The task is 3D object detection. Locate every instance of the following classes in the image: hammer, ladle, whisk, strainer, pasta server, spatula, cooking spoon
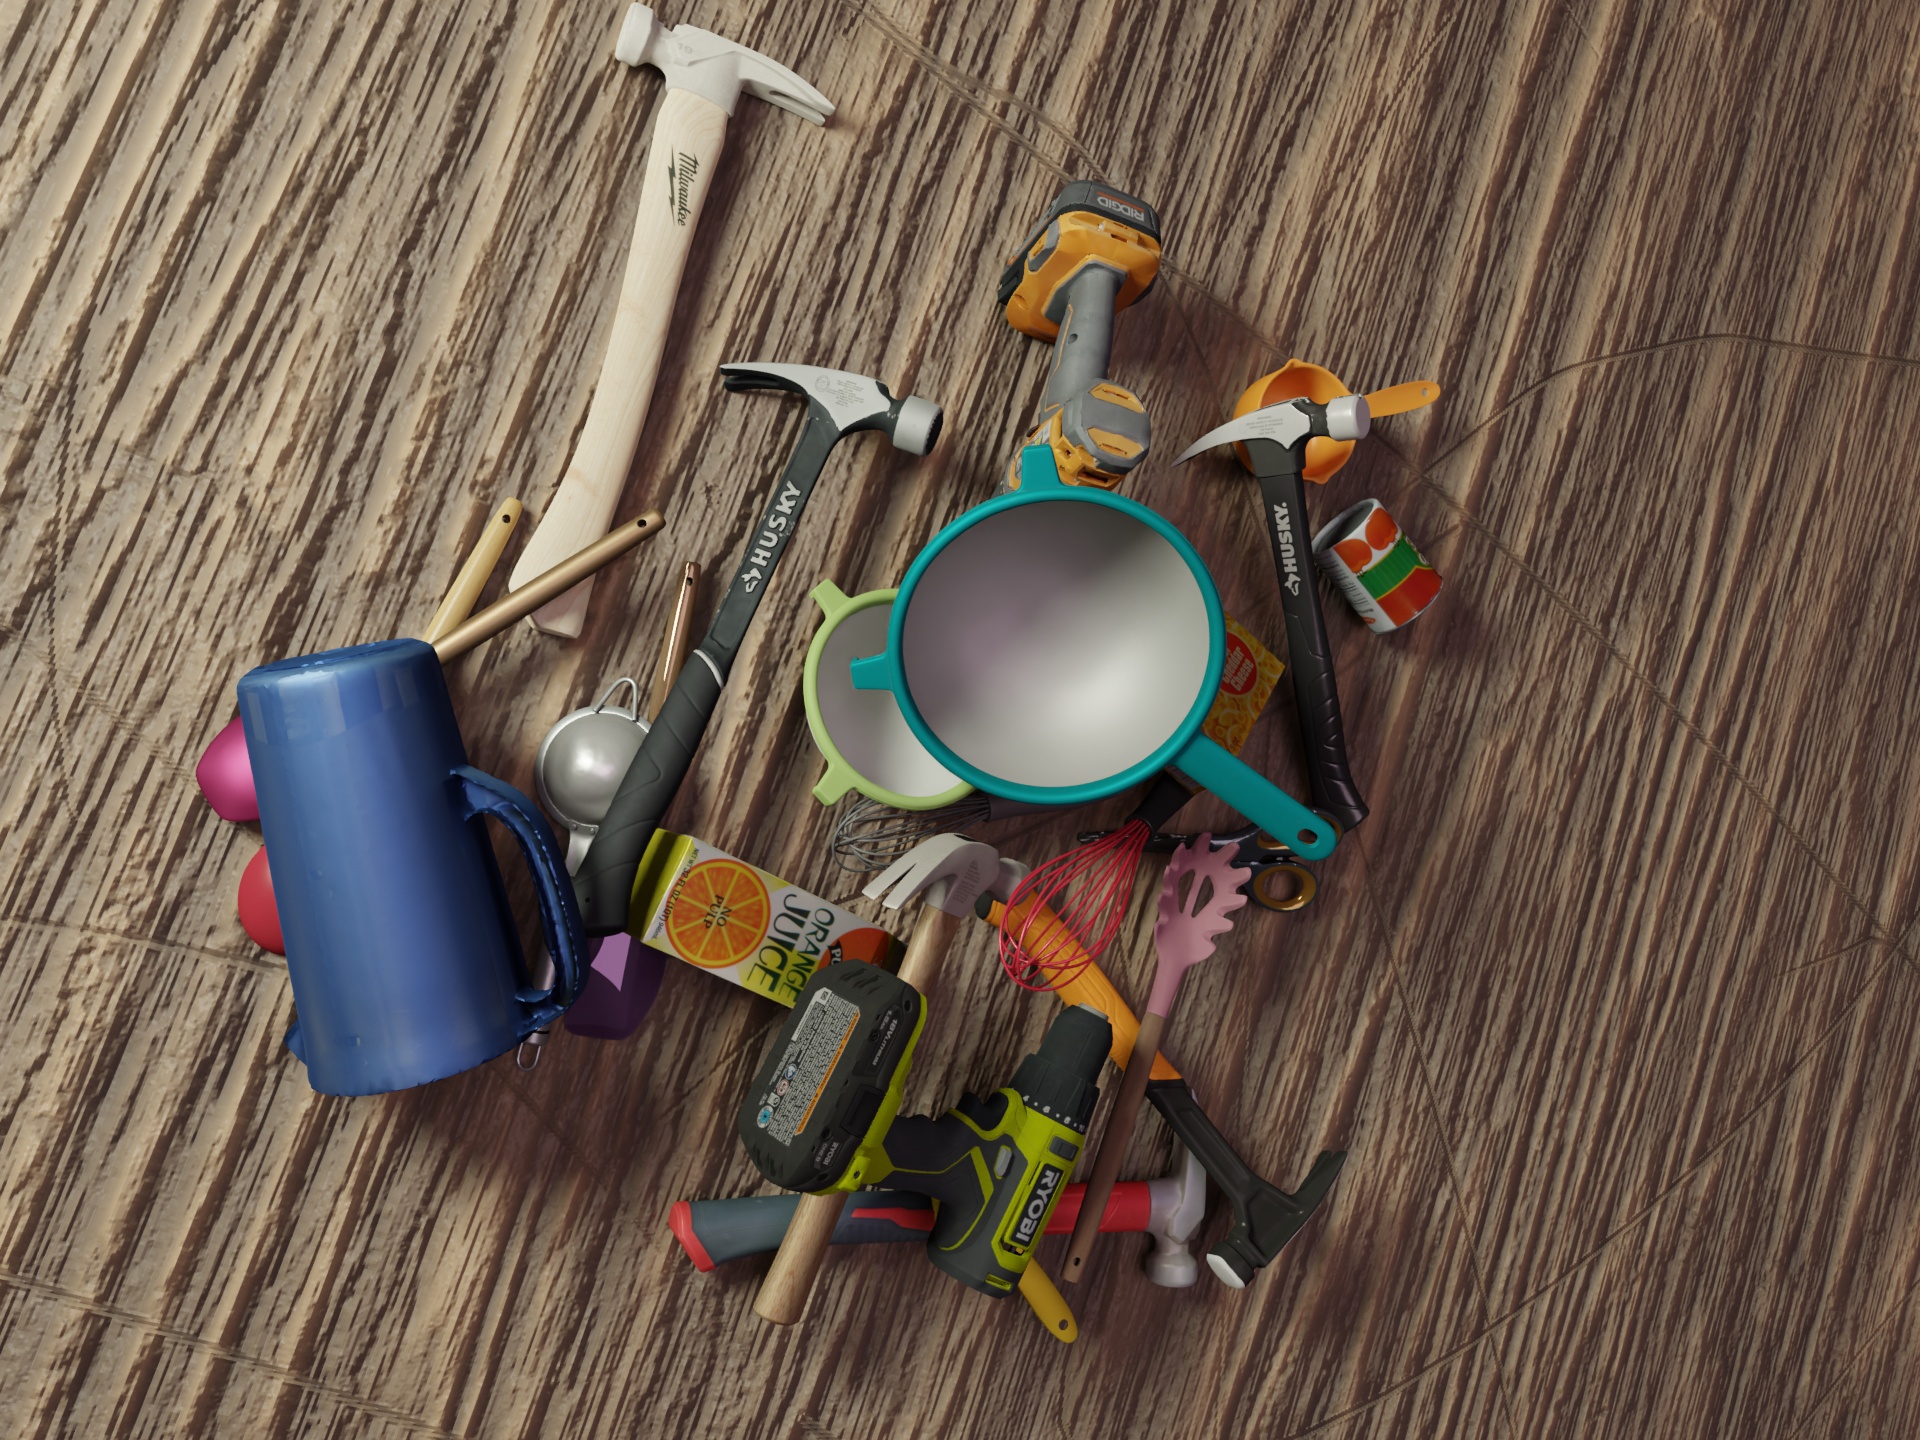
[{"bbox_3d":[0.132,0.233,1.129,0.127,0.034,0.337,-40,93,-23],"label":"hammer"},{"bbox_3d":[-0.006,0.325,1.099,0.386,0.038,0.143,5,86,-21],"label":"hammer"},{"bbox_3d":[-0.348,-0.001,0.983,0.069,0.031,0.315,29,77,-20],"label":"ladle"},{"bbox_3d":[-0.155,-0.052,1.002,0.149,0.036,0.409,21,73,7],"label":"hammer"},{"bbox_3d":[0.018,0.063,1.113,0.239,0.055,0.055,-10,92,-26],"label":"whisk"},{"bbox_3d":[-0.002,-0.004,1.098,0.256,0.069,0.151,6,72,-30],"label":"strainer"},{"bbox_3d":[-0.201,-0.251,1.041,0.146,0.038,0.411,17,83,-21],"label":"hammer"},{"bbox_3d":[0.127,0.228,1.090,0.060,0.040,0.316,21,73,0],"label":"pasta server"},{"bbox_3d":[0.110,-0.023,1.041,0.340,0.095,0.211,35,108,-15],"label":"strainer"},{"bbox_3d":[0.251,-0.068,1.181,0.035,0.146,0.334,-31,114,-49],"label":"hammer"},{"bbox_3d":[0.114,0.087,1.105,0.296,0.073,0.073,-42,104,-40],"label":"whisk"},{"bbox_3d":[-0.203,0.051,1.040,0.059,0.018,0.316,11,86,-19],"label":"spatula"},{"bbox_3d":[-0.318,-0.042,0.971,0.319,0.017,0.069,-34,82,-11],"label":"cooking spoon"},{"bbox_3d":[-0.246,0.097,1.010,0.087,0.050,0.258,13,88,2],"label":"strainer"},{"bbox_3d":[-0.056,0.229,1.028,0.130,0.031,0.331,30,81,-50],"label":"hammer"}]

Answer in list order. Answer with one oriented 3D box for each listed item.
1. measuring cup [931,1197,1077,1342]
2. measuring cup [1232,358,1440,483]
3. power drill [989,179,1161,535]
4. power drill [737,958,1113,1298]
[{"bbox_3d":[0.039,0.361,1.076,0.062,0.029,0.156,-36,96,-20],"label":"measuring cup"},{"bbox_3d":[0.287,-0.233,1.221,0.173,0.052,0.095,-17,95,-23],"label":"measuring cup"},{"bbox_3d":[0.066,-0.228,1.092,0.084,0.185,0.226,15,64,-20],"label":"power drill"},{"bbox_3d":[-0.007,0.237,0.986,0.228,0.080,0.190,35,77,-37],"label":"power drill"}]
